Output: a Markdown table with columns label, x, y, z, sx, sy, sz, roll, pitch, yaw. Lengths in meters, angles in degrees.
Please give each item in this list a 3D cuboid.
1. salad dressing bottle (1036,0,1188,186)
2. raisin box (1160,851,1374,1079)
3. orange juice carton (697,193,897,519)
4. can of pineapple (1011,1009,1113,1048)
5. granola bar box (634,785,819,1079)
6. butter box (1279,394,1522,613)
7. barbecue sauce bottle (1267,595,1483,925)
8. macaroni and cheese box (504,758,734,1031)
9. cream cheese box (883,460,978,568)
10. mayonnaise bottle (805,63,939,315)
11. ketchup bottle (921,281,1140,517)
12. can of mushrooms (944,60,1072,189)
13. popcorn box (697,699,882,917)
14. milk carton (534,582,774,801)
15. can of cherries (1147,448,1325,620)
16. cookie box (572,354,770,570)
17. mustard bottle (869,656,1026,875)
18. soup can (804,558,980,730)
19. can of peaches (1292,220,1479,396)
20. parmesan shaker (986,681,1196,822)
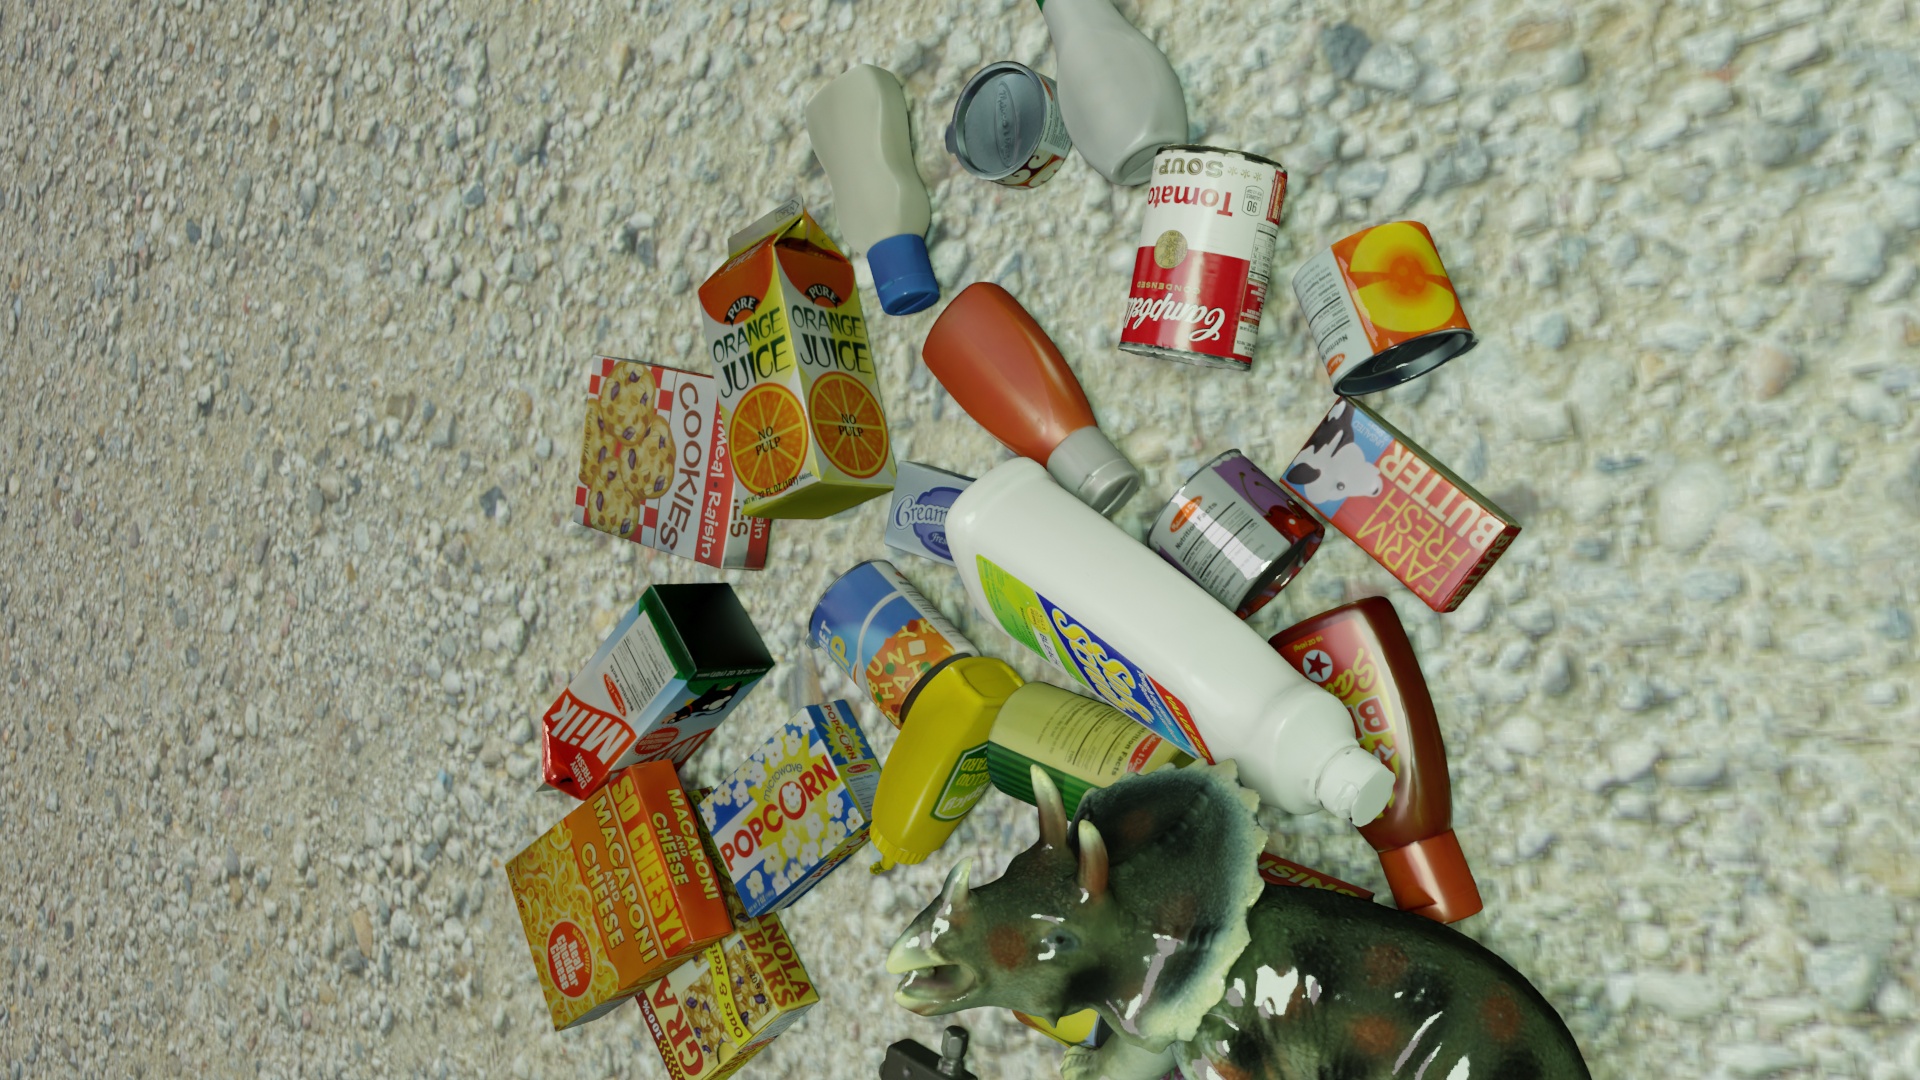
| label | x | y | z | sx | sy | sz | roll | pitch | yaw |
| --- | --- | --- | --- | --- | --- | --- | --- | --- | --- |
| salad dressing bottle | 0.074 | -0.264 | 0.750 | 0.064 | 0.044 | 0.148 | -33 | 69 | 35 |
| raisin box | 0.148 | 0.221 | 0.690 | 0.086 | 0.040 | 0.123 | 16 | 100 | 37 |
| orange juice carton | -0.106 | -0.115 | 0.868 | 0.071 | 0.073 | 0.193 | -20 | 77 | 36 |
| can of pineapple | 0.067 | 0.237 | 0.735 | 0.058 | 0.071 | 0.071 | 15 | 99 | 37 |
| granola bar box | -0.180 | 0.271 | 0.942 | 0.123 | 0.039 | 0.166 | -46 | 63 | 28 |
| butter box | 0.206 | -0.018 | 0.656 | 0.104 | 0.024 | 0.053 | 46 | 115 | 29 |
| barbecue sauce bottle | 0.198 | 0.104 | 0.649 | 0.064 | 0.044 | 0.149 | -32 | 71 | 43 |
| macaroni and cheese box | -0.232 | 0.238 | 0.932 | 0.166 | 0.040 | 0.124 | -38 | 67 | 32 |
| cream cheese box | 0.003 | -0.010 | 0.813 | 0.104 | 0.024 | 0.053 | 18 | 100 | 36 |
| mayonnaise bottle | -0.050 | -0.211 | 0.847 | 0.064 | 0.041 | 0.148 | -25 | 76 | 36 |
| ketchup bottle | 0.040 | -0.075 | 0.773 | 0.149 | 0.043 | 0.064 | 52 | 119 | 26 |
| can of mushrooms | 0.028 | -0.235 | 0.791 | 0.071 | 0.033 | 0.071 | 0 | 91 | 37 |
| popcorn box | -0.105 | 0.172 | 0.885 | 0.126 | 0.038 | 0.085 | -43 | 64 | 29 |
| milk carton | -0.219 | 0.115 | 0.954 | 0.189 | 0.072 | 0.073 | -46 | 64 | 27 |
| can of cherries | 0.137 | -0.002 | 0.683 | 0.058 | 0.071 | 0.071 | 45 | 116 | 22 |
| cookie box | -0.195 | -0.056 | 0.958 | 0.167 | 0.040 | 0.122 | 14 | 98 | 38 |
| mustard bottle | -0.015 | 0.140 | 0.804 | 0.049 | 0.065 | 0.159 | 46 | 122 | 33 |
| soup can | -0.040 | 0.064 | 0.818 | 0.084 | 0.071 | 0.071 | 43 | 115 | 29 |
| can of peaches | 0.196 | -0.107 | 0.641 | 0.071 | 0.071 | 0.058 | -28 | 73 | 34 |
| parmesan shaker | 0.075 | 0.118 | 0.733 | 0.103 | 0.071 | 0.071 | 16 | 100 | 38 |
